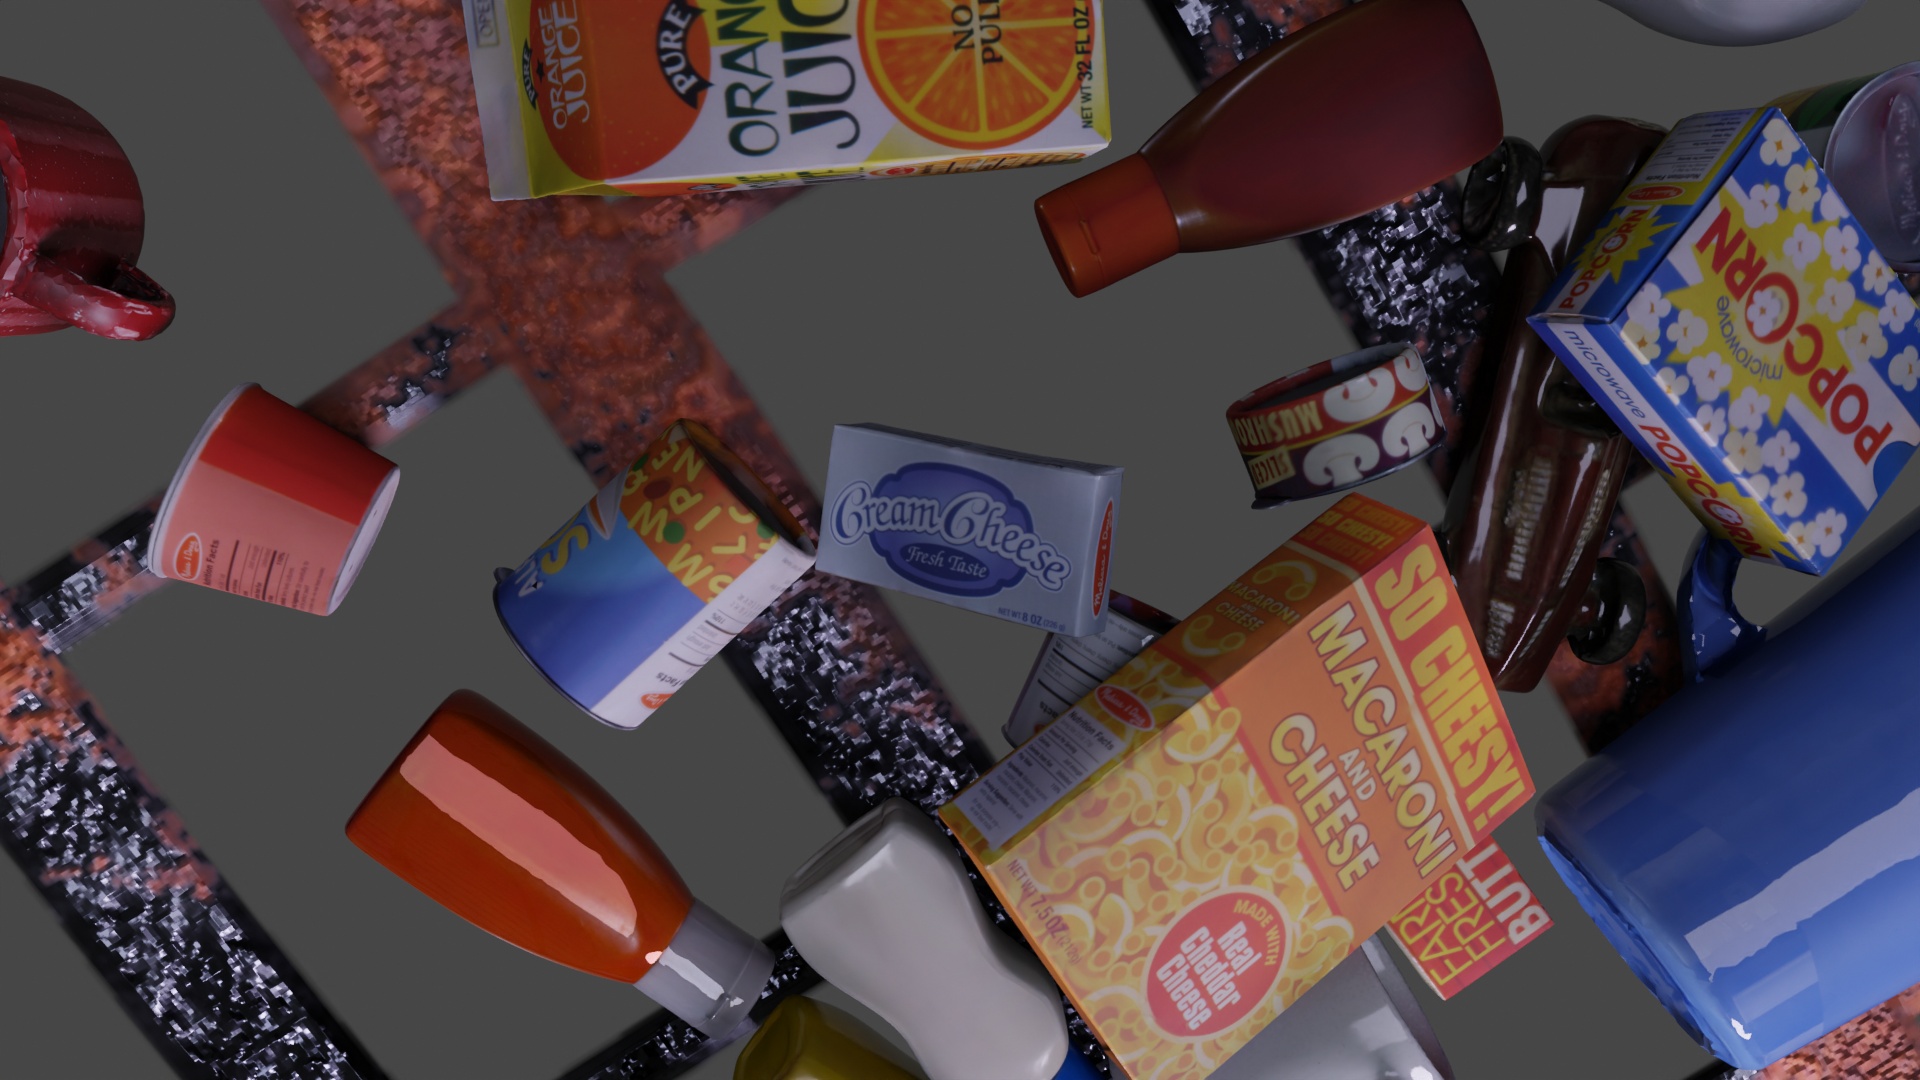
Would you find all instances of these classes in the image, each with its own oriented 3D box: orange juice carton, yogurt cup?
[{"bbox_3d":[-0.054,-0.148,0.431,0.193,0.073,0.071,-5,100,-2],"label":"orange juice carton"},{"bbox_3d":[-0.219,-0.010,0.449,0.054,0.072,0.072,24,97,-15],"label":"yogurt cup"}]

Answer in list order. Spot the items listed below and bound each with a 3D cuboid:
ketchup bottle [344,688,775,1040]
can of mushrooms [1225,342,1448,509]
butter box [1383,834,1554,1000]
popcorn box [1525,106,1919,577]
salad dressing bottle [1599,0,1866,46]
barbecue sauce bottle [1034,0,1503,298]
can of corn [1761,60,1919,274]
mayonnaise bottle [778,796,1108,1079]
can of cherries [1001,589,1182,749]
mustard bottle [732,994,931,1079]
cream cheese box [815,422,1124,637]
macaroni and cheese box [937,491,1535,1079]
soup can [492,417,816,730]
[{"bbox_3d":[-0.134,0.118,0.485,0.149,0.043,0.064,38,96,-9],"label":"ketchup bottle"},{"bbox_3d":[0.123,-0.039,0.463,0.071,0.071,0.033,-22,100,0],"label":"can of mushrooms"},{"bbox_3d":[0.167,0.115,0.514,0.053,0.024,0.103,-38,99,4],"label":"butter box"},{"bbox_3d":[0.250,-0.061,0.440,0.126,0.038,0.085,41,84,-20],"label":"popcorn box"},{"bbox_3d":[0.223,-0.199,0.456,0.148,0.044,0.064,4,101,-3],"label":"salad dressing bottle"},{"bbox_3d":[0.099,-0.127,0.460,0.148,0.044,0.064,-24,101,1],"label":"barbecue sauce bottle"},{"bbox_3d":[0.304,-0.123,0.466,0.071,0.058,0.071,-1,99,-3],"label":"can of corn"},{"bbox_3d":[0.002,0.166,0.504,0.065,0.041,0.148,-39,101,5],"label":"mayonnaise bottle"},{"bbox_3d":[0.056,0.053,0.478,0.071,0.071,0.058,23,97,-7],"label":"can of cherries"},{"bbox_3d":[-0.009,0.229,0.502,0.160,0.065,0.049,40,91,-13],"label":"mustard bottle"},{"bbox_3d":[0.002,-0.006,0.456,0.104,0.024,0.053,13,100,31],"label":"cream cheese box"},{"bbox_3d":[0.093,0.082,0.440,0.167,0.040,0.123,-36,118,-11],"label":"macaroni and cheese box"},{"bbox_3d":[-0.101,0.008,0.458,0.084,0.071,0.071,-43,100,3],"label":"soup can"}]
